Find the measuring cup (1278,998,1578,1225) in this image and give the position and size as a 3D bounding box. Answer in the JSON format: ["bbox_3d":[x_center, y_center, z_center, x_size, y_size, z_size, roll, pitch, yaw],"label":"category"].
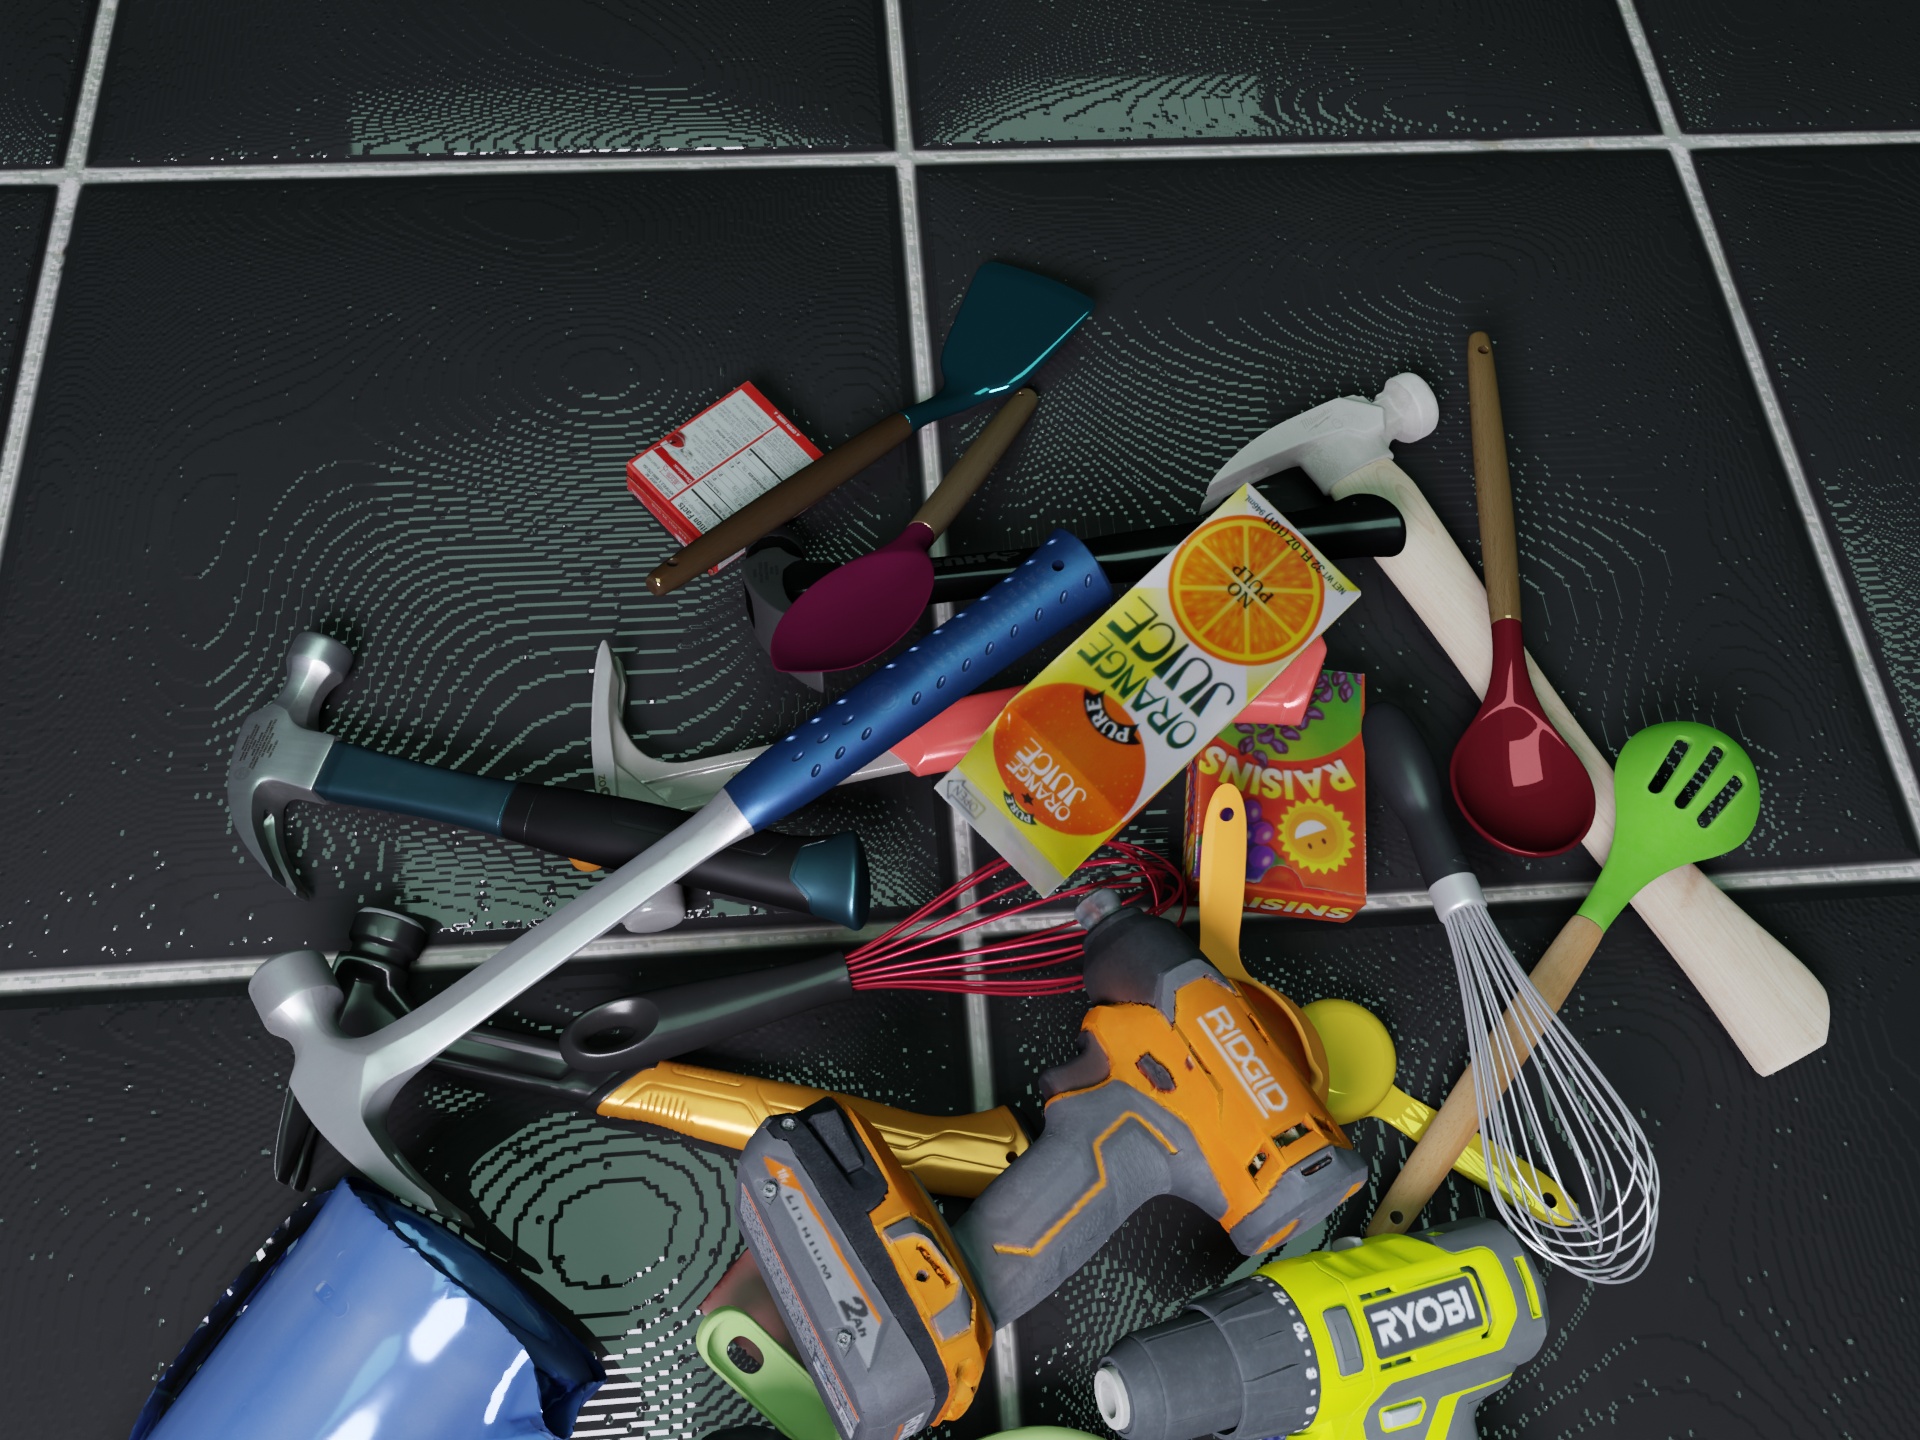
[{"bbox_3d":[0.216,0.183,0.733,0.156,0.029,0.062,31,67,13],"label":"measuring cup"}]

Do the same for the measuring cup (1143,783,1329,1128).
[{"bbox_3d":[0.124,0.118,0.725,0.095,0.052,0.174,-2,73,26],"label":"measuring cup"}]

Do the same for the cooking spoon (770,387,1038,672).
[{"bbox_3d":[-0.011,-0.102,0.783,0.069,0.017,0.319,-2,31,22],"label":"cooking spoon"}]

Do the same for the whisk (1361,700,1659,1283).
[{"bbox_3d":[0.235,0.108,0.711,0.070,0.070,0.285,-8,56,-7],"label":"whisk"}]

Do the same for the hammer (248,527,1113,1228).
[{"bbox_3d":[-0.101,0.049,0.685,0.405,0.035,0.144,-36,62,-10],"label":"hammer"}]

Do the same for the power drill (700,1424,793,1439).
[{"bbox_3d":[-0.114,0.365,0.508,0.080,0.188,0.226,19,96,7],"label":"power drill"}]

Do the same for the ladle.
[{"bbox_3d":[0.278,-0.073,0.820,0.069,0.031,0.316,4,65,1],"label":"ladle"}]

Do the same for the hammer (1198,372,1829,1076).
[{"bbox_3d":[0.287,0.000,0.822,0.146,0.038,0.411,-26,69,-13],"label":"hammer"}]

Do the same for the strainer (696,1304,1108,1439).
[{"bbox_3d":[-0.001,0.316,0.599,0.256,0.069,0.151,44,72,-2],"label":"strainer"}]

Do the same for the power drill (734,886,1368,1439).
[{"bbox_3d":[0.028,0.165,0.633,0.226,0.084,0.164,-21,61,-23],"label":"power drill"}]

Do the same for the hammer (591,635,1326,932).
[{"bbox_3d":[-0.001,-0.002,0.782,0.359,0.036,0.149,-12,66,1],"label":"hammer"}]

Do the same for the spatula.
[{"bbox_3d":[-0.050,-0.157,0.849,0.082,0.044,0.317,29,51,27],"label":"spatula"}]

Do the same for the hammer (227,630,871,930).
[{"bbox_3d":[-0.196,0.043,0.743,0.331,0.033,0.128,11,66,15],"label":"hammer"}]

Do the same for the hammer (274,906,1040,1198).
[{"bbox_3d":[-0.130,0.177,0.715,0.337,0.034,0.127,11,64,2],"label":"hammer"}]

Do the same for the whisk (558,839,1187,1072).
[{"bbox_3d":[-0.034,0.110,0.724,0.296,0.073,0.073,-13,66,-14],"label":"whisk"}]

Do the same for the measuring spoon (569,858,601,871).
[{"bbox_3d":[-0.227,0.046,0.784,0.117,0.011,0.021,22,65,7],"label":"measuring spoon"}]

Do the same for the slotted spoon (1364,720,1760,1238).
[{"bbox_3d":[0.281,0.116,0.740,0.070,0.031,0.314,36,73,15],"label":"slotted spoon"}]

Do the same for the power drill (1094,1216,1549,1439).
[{"bbox_3d":[0.161,0.321,0.610,0.190,0.080,0.229,-6,70,-23],"label":"power drill"}]

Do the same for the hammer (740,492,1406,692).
[{"bbox_3d":[0.059,-0.077,0.798,0.334,0.035,0.146,-7,27,-5],"label":"hammer"}]
